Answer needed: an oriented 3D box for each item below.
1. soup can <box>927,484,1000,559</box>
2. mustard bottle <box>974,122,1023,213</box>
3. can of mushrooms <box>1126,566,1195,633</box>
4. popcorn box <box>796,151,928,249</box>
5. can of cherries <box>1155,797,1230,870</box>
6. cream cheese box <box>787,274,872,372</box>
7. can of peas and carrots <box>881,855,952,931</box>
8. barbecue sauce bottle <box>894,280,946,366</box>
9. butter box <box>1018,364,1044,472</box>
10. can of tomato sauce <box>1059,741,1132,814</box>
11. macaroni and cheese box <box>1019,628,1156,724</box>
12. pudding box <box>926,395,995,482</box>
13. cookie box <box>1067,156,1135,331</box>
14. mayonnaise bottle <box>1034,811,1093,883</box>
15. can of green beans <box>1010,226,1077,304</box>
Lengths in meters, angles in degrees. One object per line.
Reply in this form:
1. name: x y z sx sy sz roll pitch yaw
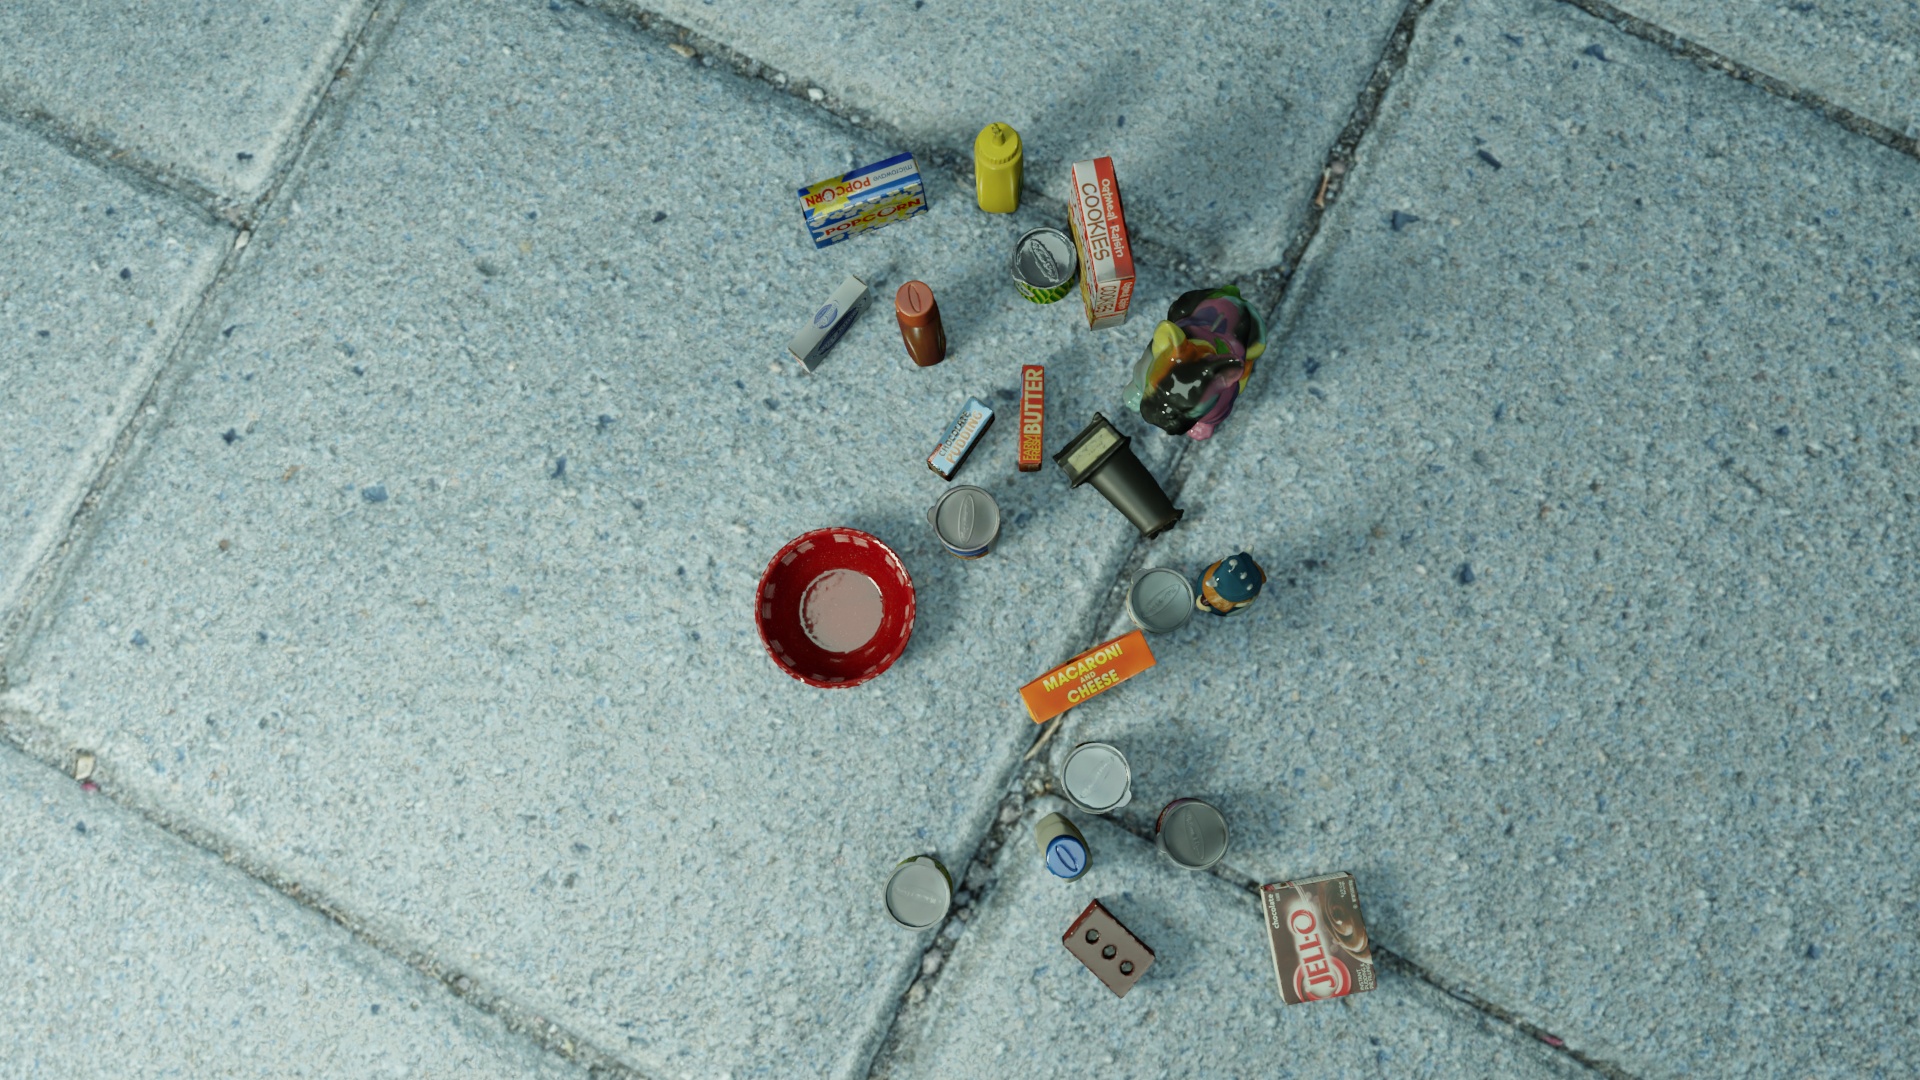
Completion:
1. soup can: 0.005 -0.017 1.389 0.071 0.083 0.071 0 83 2
2. mustard bottle: 0.039 -0.381 1.397 0.049 0.160 0.065 2 83 3
3. can of mushrooms: 0.199 0.059 1.396 0.071 0.033 0.071 0 83 2
4. popcorn box: -0.100 -0.351 1.436 0.127 0.085 0.038 -19 83 0
5. can of cherries: 0.223 0.285 1.353 0.071 0.058 0.071 0 83 2
6. cream cheese box: -0.134 -0.224 1.437 0.024 0.053 0.104 40 86 6
7. can of peas and carrots: -0.041 0.341 1.357 0.071 0.058 0.071 0 83 2
8. barbecue sauce bottle: -0.041 -0.220 1.385 0.044 0.148 0.065 -15 83 1
9. butter box: 0.072 -0.124 1.416 0.024 0.053 0.103 2 83 3
10. can of tomato sauce: 0.132 0.230 1.352 0.071 0.083 0.071 0 83 2
11. macaroni and cheese box: 0.117 0.130 1.323 0.124 0.166 0.040 -27 83 -1
12. pudding box: 0.000 -0.104 1.418 0.030 0.049 0.084 35 85 6
13. cookie box: 0.139 -0.290 1.377 0.040 0.167 0.123 -11 83 1
14. mayonnaise bottle: 0.099 0.293 1.312 0.041 0.148 0.065 -38 83 -2
15. can of green beans: 0.086 -0.283 1.434 0.071 0.058 0.071 0 83 2
